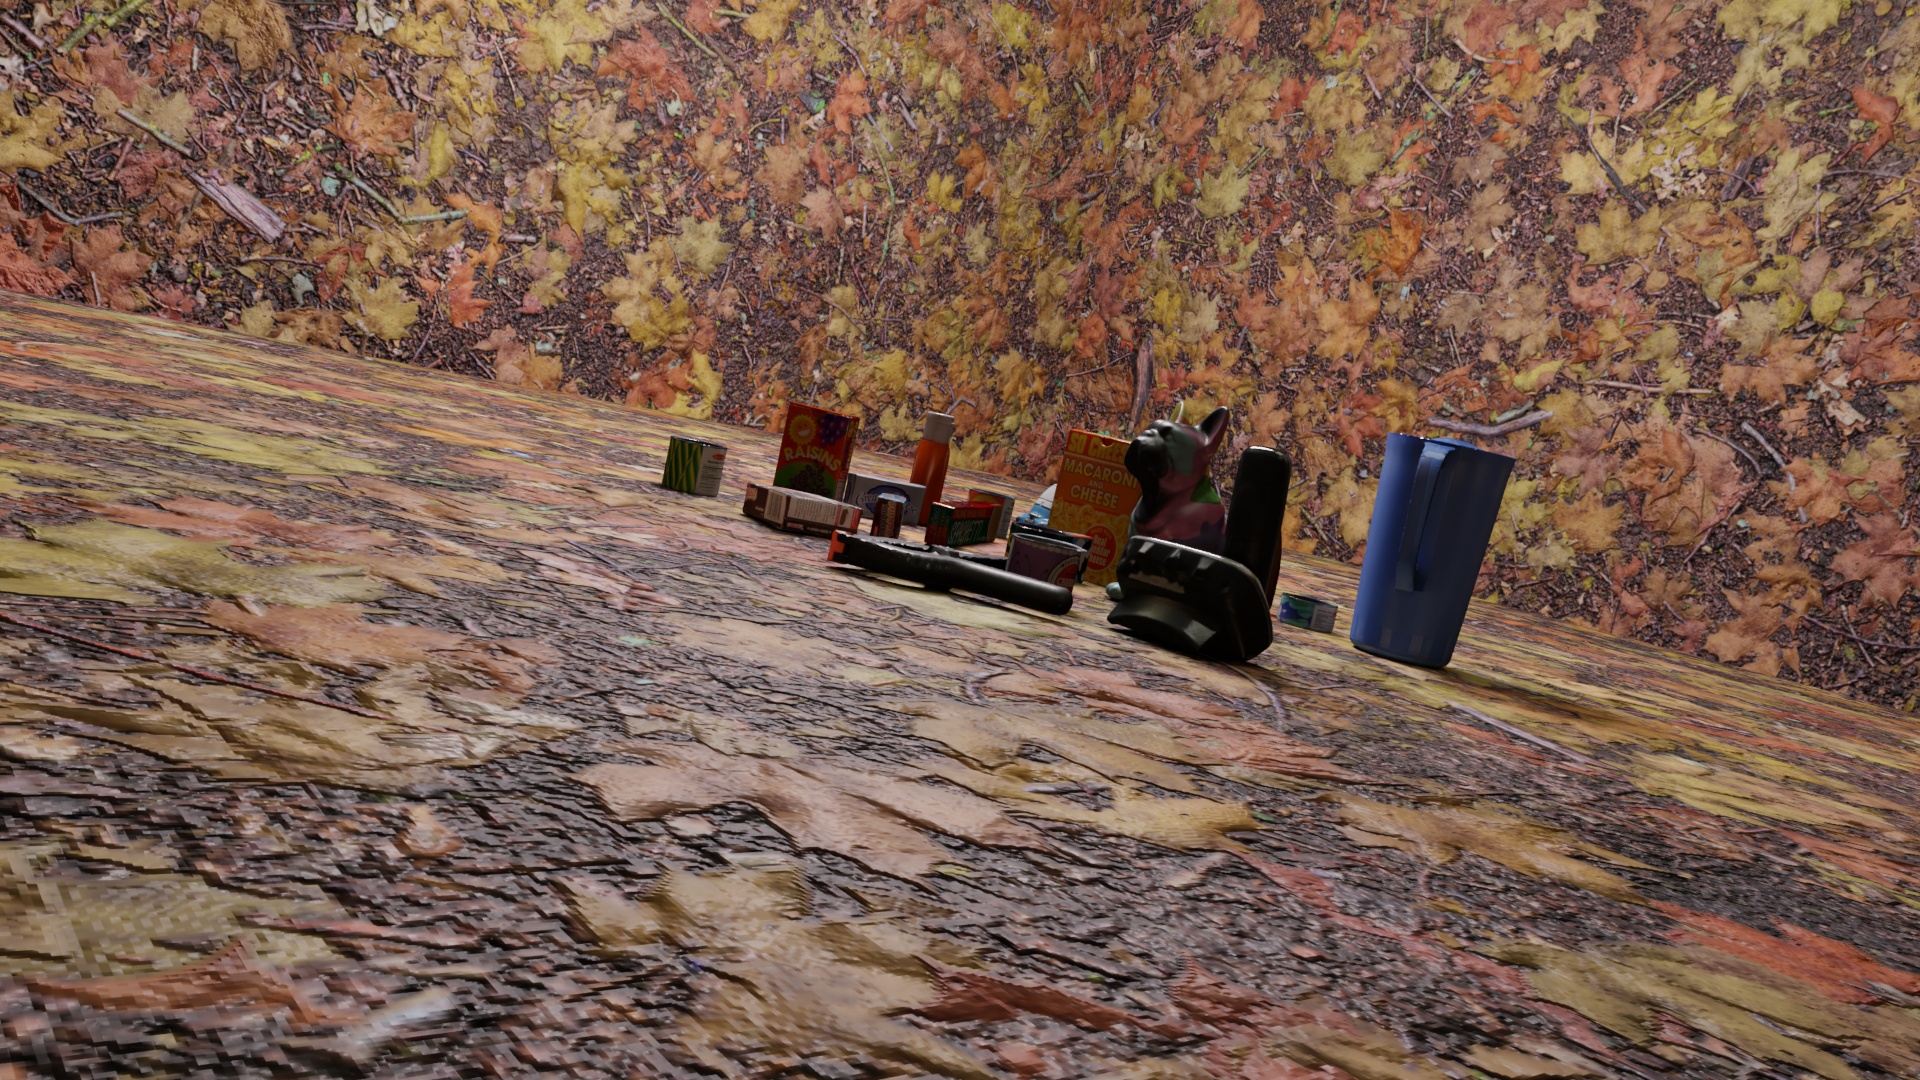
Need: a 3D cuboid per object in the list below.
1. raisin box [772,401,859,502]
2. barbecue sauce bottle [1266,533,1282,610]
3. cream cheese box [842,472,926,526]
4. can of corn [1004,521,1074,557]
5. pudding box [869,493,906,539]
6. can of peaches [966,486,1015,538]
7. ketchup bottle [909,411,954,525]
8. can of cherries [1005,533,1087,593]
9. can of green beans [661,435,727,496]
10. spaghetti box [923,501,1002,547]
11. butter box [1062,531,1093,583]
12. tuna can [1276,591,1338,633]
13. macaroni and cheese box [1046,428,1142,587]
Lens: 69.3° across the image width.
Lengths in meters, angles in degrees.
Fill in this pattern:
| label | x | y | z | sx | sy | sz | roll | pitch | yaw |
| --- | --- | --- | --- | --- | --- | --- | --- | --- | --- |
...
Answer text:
| label | x | y | z | sx | sy | sz | roll | pitch | yaw |
| --- | --- | --- | --- | --- | --- | --- | --- | --- | --- |
| raisin box | -0.183 | -0.105 | 1.742 | 0.086 | 0.123 | 0.040 | 14 | 5 | 15 |
| barbecue sauce bottle | 0.360 | 0.009 | 1.678 | 0.065 | 0.148 | 0.044 | 16 | 6 | 39 |
| cream cheese box | -0.097 | -0.052 | 1.767 | 0.104 | 0.053 | 0.024 | 10 | 5 | -30 |
| can of corn | 0.077 | 0.016 | 1.427 | 0.071 | 0.058 | 0.071 | 13 | 5 | -1 |
| pudding box | -0.080 | -0.025 | 1.539 | 0.030 | 0.049 | 0.084 | 13 | 5 | -1 |
| can of peaches | 0.036 | -0.038 | 1.916 | 0.071 | 0.058 | 0.071 | 13 | 5 | -1 |
| ketchup bottle | -0.040 | -0.095 | 1.834 | 0.043 | 0.148 | 0.065 | 14 | 5 | 16 |
| can of cherries | 0.077 | 0.029 | 1.282 | 0.071 | 0.058 | 0.071 | 13 | 5 | -1 |
| can of green beans | -0.306 | -0.085 | 1.598 | 0.071 | 0.057 | 0.071 | 13 | 5 | -1 |
| spaghetti box | 0.006 | -0.021 | 1.703 | 0.029 | 0.050 | 0.250 | 14 | 5 | 14 |
| butter box | 0.098 | 0.015 | 1.514 | 0.103 | 0.053 | 0.024 | 8 | 6 | -42 |
| tuna can | 0.402 | 0.084 | 1.619 | 0.071 | 0.032 | 0.071 | 13 | 5 | -1 |
| macaroni and cheese box | 0.162 | -0.036 | 1.592 | 0.040 | 0.166 | 0.124 | 8 | 6 | -45 |
